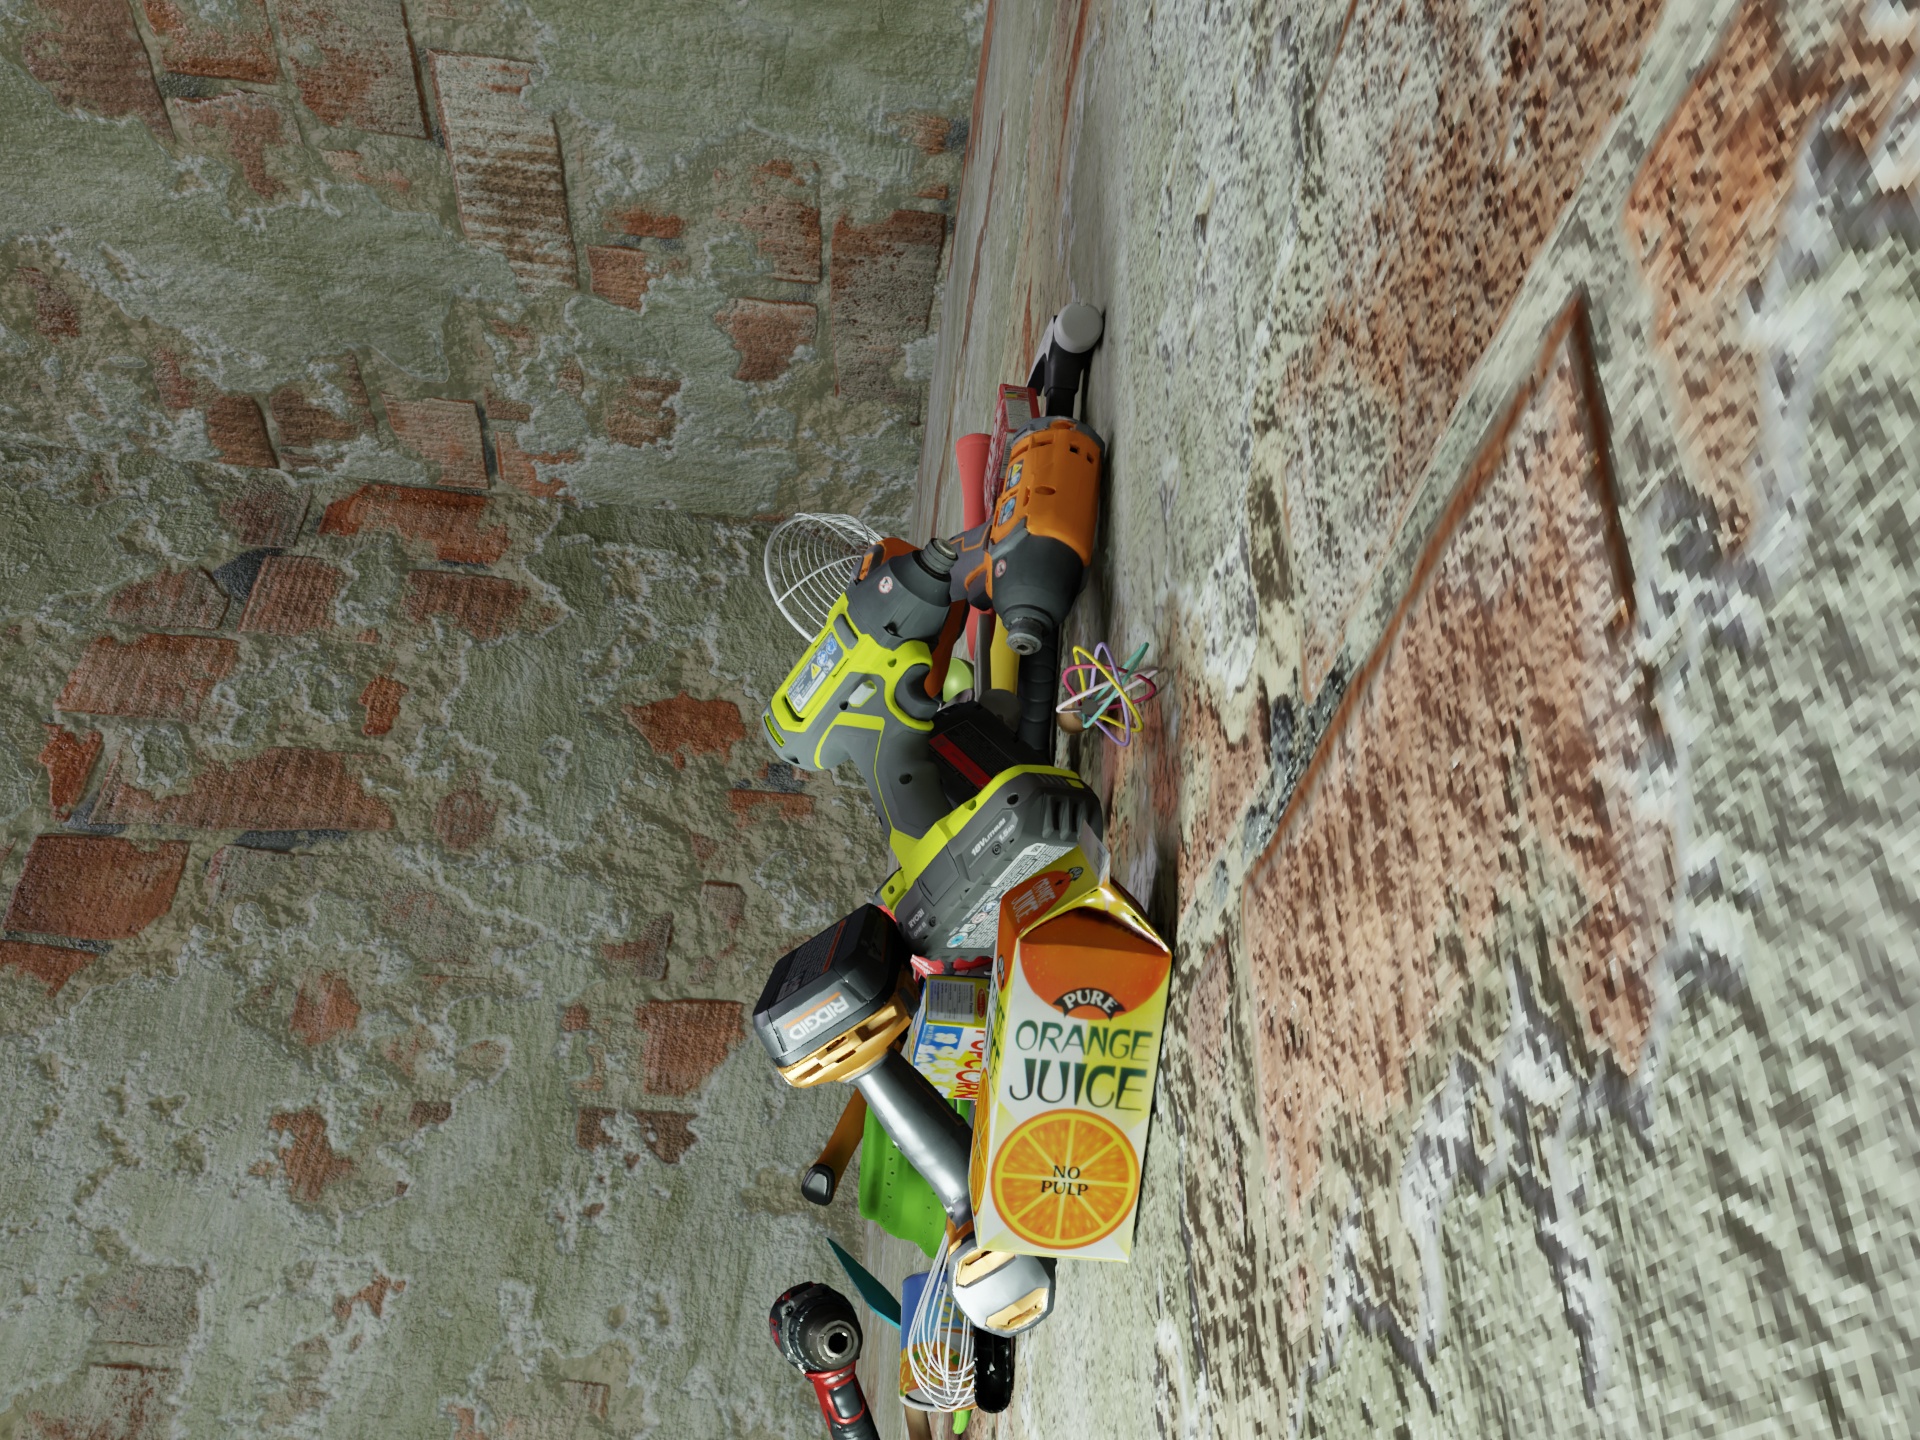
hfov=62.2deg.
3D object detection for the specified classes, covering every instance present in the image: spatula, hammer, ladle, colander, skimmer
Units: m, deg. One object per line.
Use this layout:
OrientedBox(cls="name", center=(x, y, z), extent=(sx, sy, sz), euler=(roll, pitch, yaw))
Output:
OrientedBox(cls="spatula", center=(-0.049, 0.544, 1.275), extent=(0.082, 0.044, 0.317), euler=(36, 140, 55))
OrientedBox(cls="hammer", center=(0.015, -0.087, 1.227), extent=(0.149, 0.036, 0.359), euler=(102, 170, -49))
OrientedBox(cls="ladle", center=(-0.004, -0.022, 1.498), extent=(0.320, 0.062, 0.078), euler=(-67, -21, -88))
OrientedBox(cls="colander", center=(-0.039, 0.431, 1.360), extent=(0.397, 0.094, 0.204), euler=(-94, 10, -63))
OrientedBox(cls="hammer", center=(-0.073, 0.333, 1.566), extent=(0.127, 0.034, 0.337), euler=(100, -165, -45))
OrientedBox(cls="skimmer", center=(-0.051, -0.026, 1.290), extent=(0.362, 0.090, 0.127), euler=(65, -156, -50))
OrientedBox(cls="hammer", center=(0.062, -0.119, 1.147), extent=(0.146, 0.035, 0.335), euler=(162, 113, -84))

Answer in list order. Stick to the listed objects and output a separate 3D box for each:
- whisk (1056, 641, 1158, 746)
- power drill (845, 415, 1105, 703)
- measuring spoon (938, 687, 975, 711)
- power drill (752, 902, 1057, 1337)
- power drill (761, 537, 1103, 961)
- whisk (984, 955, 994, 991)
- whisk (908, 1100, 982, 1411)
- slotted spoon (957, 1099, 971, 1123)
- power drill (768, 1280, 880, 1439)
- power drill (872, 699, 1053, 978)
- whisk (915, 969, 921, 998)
OrientedBox(cls="whisk", center=(0.072, -0.013, 0.873), extent=(0.245, 0.047, 0.051), euler=(111, -178, -86))
OrientedBox(cls="power drill", center=(0.003, -0.083, 1.046), extent=(0.226, 0.084, 0.164), euler=(-31, 39, 47))
OrientedBox(cls="measuring spoon", center=(-0.002, -0.004, 1.118), extent=(0.124, 0.018, 0.034), euler=(147, 140, -73))
OrientedBox(cls="power drill", center=(-0.019, 0.221, 0.926), extent=(0.226, 0.084, 0.185), euler=(56, -173, -7))
OrientedBox(cls="power drill", center=(-0.019, 0.014, 0.939), extent=(0.171, 0.080, 0.223), euler=(-51, 54, 25))
OrientedBox(cls="whisk", center=(0.054, 0.144, 0.896), extent=(0.239, 0.055, 0.055), euler=(141, 135, -77))
OrientedBox(cls="whisk", center=(0.009, 0.348, 1.153), extent=(0.070, 0.070, 0.285), euler=(103, 176, -59))
OrientedBox(cls="slotted spoon", center=(-0.012, 0.216, 1.242), extent=(0.070, 0.031, 0.313), euler=(-33, -65, -73))
OrientedBox(cls="power drill", center=(-0.075, 0.534, 1.192), extent=(0.227, 0.080, 0.188), euler=(66, 162, 9))
OrientedBox(cls="power drill", center=(0.006, 0.107, 1.079), extent=(0.143, 0.078, 0.219), euler=(42, 144, 30))
OrientedBox(cls="whisk", center=(-0.005, 0.167, 1.398), extent=(0.296, 0.073, 0.073), euler=(-92, 9, -55))
